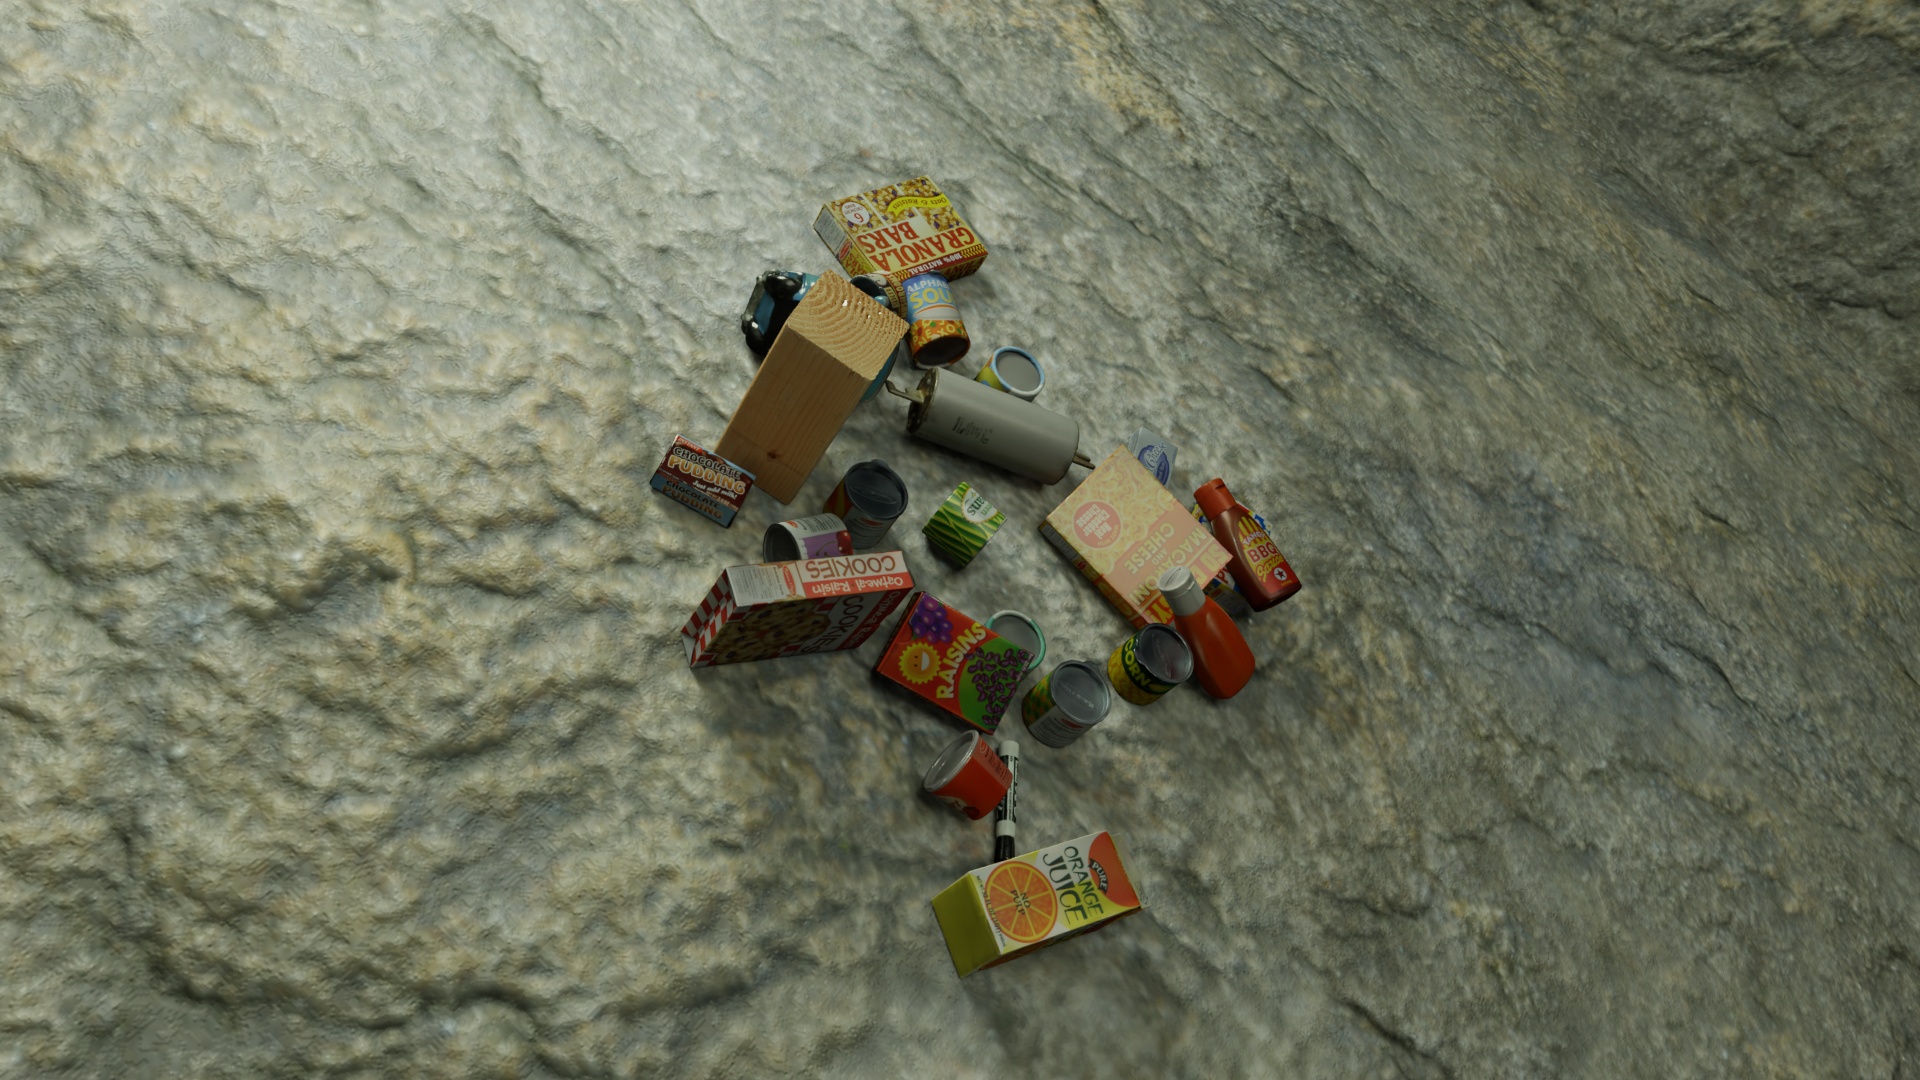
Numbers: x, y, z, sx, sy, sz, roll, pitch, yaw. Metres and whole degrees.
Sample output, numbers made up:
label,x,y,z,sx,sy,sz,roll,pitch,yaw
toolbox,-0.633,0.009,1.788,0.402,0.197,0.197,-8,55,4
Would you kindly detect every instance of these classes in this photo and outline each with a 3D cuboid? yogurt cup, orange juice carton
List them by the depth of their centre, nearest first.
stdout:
label,x,y,z,sx,sy,sz,roll,pitch,yaw
orange juice carton,0.080,0.307,1.196,0.193,0.072,0.072,-8,64,-35
yogurt cup,0.009,0.209,1.227,0.054,0.072,0.073,43,48,-10

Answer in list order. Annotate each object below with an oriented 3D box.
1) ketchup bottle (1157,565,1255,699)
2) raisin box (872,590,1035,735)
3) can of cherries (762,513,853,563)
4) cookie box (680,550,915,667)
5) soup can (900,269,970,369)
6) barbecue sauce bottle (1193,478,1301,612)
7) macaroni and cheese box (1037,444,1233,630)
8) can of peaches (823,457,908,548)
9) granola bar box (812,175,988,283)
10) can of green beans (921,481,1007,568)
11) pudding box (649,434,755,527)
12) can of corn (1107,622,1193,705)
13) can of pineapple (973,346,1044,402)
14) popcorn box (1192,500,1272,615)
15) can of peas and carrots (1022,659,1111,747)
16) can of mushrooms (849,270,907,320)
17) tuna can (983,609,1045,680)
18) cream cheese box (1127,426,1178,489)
label,x,y,z,sx,sy,sz,roll,pitch,yaw
ketchup bottle,0.249,0.091,1.416,0.065,0.043,0.148,-49,122,-27
raisin box,-0.007,0.113,1.274,0.123,0.040,0.086,31,81,-9
can of cherries,-0.139,0.014,1.270,0.058,0.071,0.071,-13,68,-37
cookie box,-0.140,0.060,1.197,0.168,0.122,0.040,-5,64,-33
soup can,-0.031,-0.238,1.497,0.071,0.071,0.084,-4,63,-33
barbecue sauce bottle,0.305,0.003,1.501,0.065,0.043,0.149,-18,70,-36
macaroni and cheese box,0.184,0.002,1.457,0.166,0.040,0.124,46,72,3
can of peaches,-0.091,-0.035,1.334,0.071,0.057,0.071,15,53,-21
granola bar box,-0.065,-0.340,1.567,0.166,0.039,0.124,-28,77,-40
can of green beans,0.004,-0.016,1.372,0.058,0.071,0.071,41,48,0
pudding box,-0.237,-0.055,1.279,0.084,0.030,0.050,30,48,-11
can of corn,0.188,0.125,1.392,0.071,0.058,0.071,15,53,-22
can of pineapple,0.050,-0.170,1.508,0.071,0.057,0.071,15,53,-21
popcorn box,0.291,0.011,1.544,0.085,0.038,0.127,32,49,-7
can of peas and carrots,0.101,0.154,1.321,0.071,0.058,0.071,16,52,-22
can of mushrooms,-0.088,-0.252,1.473,0.033,0.070,0.071,-23,74,-41
tuna can,0.047,0.104,1.339,0.071,0.032,0.071,16,53,-21
cream cheese box,0.210,-0.076,1.563,0.053,0.024,0.104,28,49,-10
